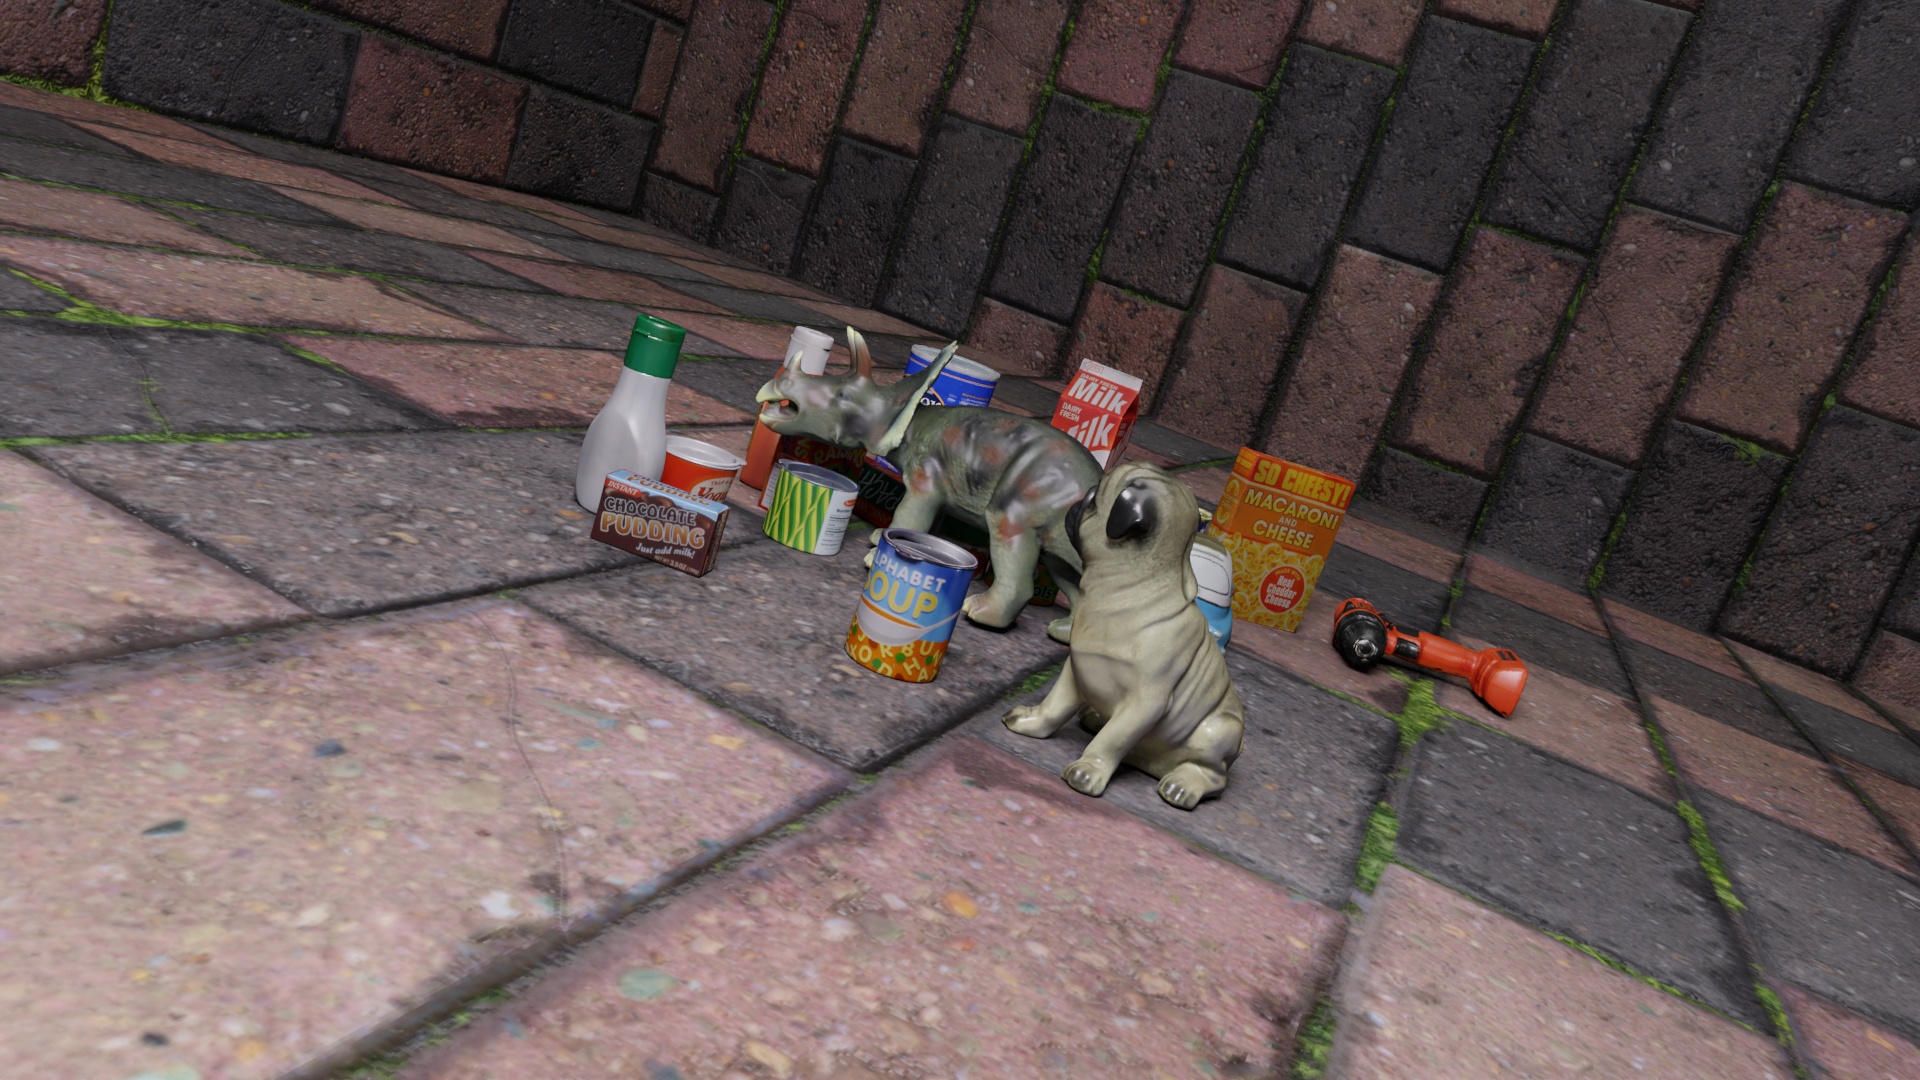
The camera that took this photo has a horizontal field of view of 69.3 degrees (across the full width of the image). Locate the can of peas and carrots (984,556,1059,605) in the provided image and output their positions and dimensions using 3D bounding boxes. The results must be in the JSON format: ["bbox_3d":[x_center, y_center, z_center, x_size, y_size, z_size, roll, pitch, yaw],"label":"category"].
[{"bbox_3d":[0.060,0.019,1.205,0.071,0.058,0.071,19,12,-4],"label":"can of peas and carrots"}]

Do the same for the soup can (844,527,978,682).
[{"bbox_3d":[-0.034,0.042,0.906,0.071,0.083,0.071,19,12,-4],"label":"soup can"}]

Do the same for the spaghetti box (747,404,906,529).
[{"bbox_3d":[-0.114,-0.064,1.317,0.250,0.050,0.029,29,16,38],"label":"spaghetti box"}]

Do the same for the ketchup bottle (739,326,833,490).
[{"bbox_3d":[-0.155,-0.119,1.261,0.043,0.148,0.065,23,12,15],"label":"ketchup bottle"}]

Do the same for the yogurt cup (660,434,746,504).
[{"bbox_3d":[-0.212,-0.047,1.087,0.072,0.053,0.072,19,12,-4],"label":"yogurt cup"}]

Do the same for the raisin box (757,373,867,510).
[{"bbox_3d":[-0.120,-0.080,1.208,0.040,0.123,0.086,26,14,28],"label":"raisin box"}]

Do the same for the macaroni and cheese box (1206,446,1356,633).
[{"bbox_3d":[0.314,0.000,1.415,0.124,0.166,0.040,15,13,-21],"label":"macaroni and cheese box"}]

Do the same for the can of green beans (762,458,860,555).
[{"bbox_3d":[-0.121,-0.026,1.126,0.071,0.057,0.071,19,12,-4],"label":"can of green beans"}]

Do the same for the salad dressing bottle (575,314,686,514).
[{"bbox_3d":[-0.239,-0.090,1.016,0.064,0.147,0.044,25,13,24],"label":"salad dressing bottle"}]

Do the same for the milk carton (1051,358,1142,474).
[{"bbox_3d":[0.131,-0.093,1.483,0.072,0.190,0.073,23,12,17],"label":"milk carton"}]

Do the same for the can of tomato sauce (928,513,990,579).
[{"bbox_3d":[0.004,-0.015,1.209,0.071,0.083,0.071,19,12,-4],"label":"can of tomato sauce"}]

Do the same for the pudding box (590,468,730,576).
[{"bbox_3d":[-0.207,-0.013,0.961,0.084,0.049,0.030,20,12,3],"label":"pudding box"}]
